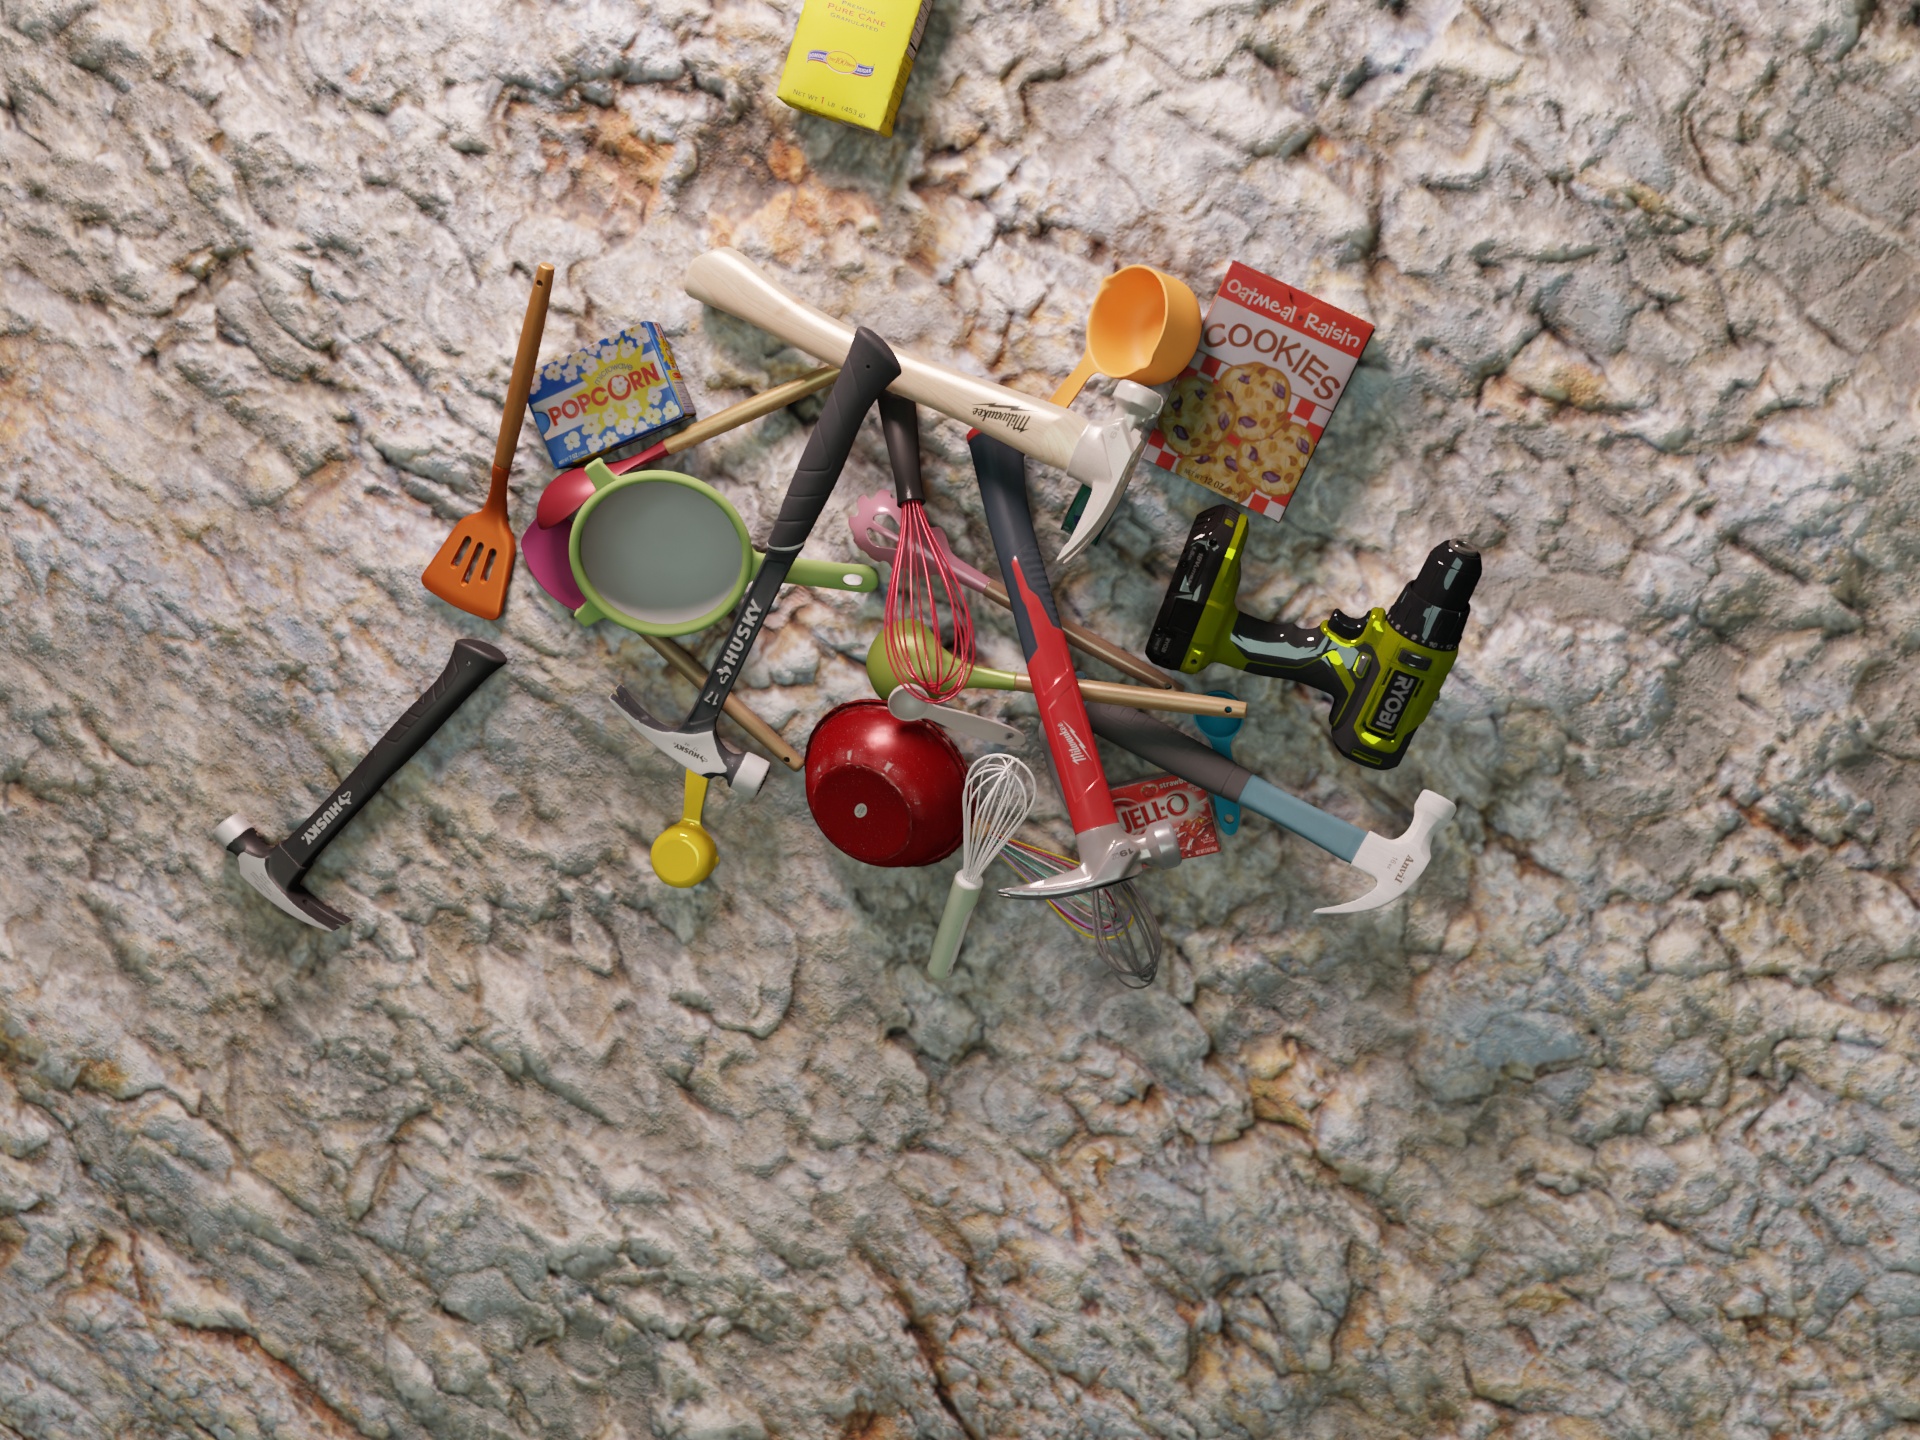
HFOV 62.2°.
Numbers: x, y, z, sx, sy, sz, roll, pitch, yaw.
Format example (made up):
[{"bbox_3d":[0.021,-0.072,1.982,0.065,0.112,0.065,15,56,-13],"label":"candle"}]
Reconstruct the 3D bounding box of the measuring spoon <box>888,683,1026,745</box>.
[{"bbox_3d":[-0.002,-0.004,1.305,0.124,0.018,0.034,19,124,-20],"label":"measuring spoon"}]

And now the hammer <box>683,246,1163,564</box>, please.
[{"bbox_3d":[-0.051,-0.269,1.265,0.411,0.038,0.146,27,96,17],"label":"hammer"}]

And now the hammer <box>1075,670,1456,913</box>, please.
[{"bbox_3d":[0.218,0.048,1.286,0.331,0.033,0.128,28,89,16],"label":"hammer"}]

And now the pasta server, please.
[{"bbox_3d":[0.046,-0.100,1.328,0.316,0.040,0.060,29,103,0],"label":"pasta server"}]

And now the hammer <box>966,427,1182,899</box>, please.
[{"bbox_3d":[0.052,-0.053,1.256,0.143,0.038,0.386,-15,76,0],"label":"hammer"}]

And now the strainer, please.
[{"bbox_3d":[-0.197,-0.145,1.347,0.256,0.069,0.151,6,121,-10],"label":"strainer"}]

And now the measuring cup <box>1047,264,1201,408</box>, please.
[{"bbox_3d":[0.124,-0.282,1.269,0.173,0.052,0.095,-47,52,39],"label":"measuring cup"}]

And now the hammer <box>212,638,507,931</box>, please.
[{"bbox_3d":[-0.530,0.050,1.449,0.334,0.035,0.146,-43,90,14],"label":"hammer"}]

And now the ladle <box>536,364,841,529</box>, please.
[{"bbox_3d":[-0.223,-0.240,1.339,0.315,0.069,0.031,-23,125,7],"label":"ladle"}]

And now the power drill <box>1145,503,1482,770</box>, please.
[{"bbox_3d":[0.277,-0.082,1.246,0.228,0.080,0.190,21,120,5],"label":"power drill"}]

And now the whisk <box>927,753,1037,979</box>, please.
[{"bbox_3d":[0.010,0.127,1.331,0.059,0.058,0.246,22,124,7],"label":"whisk"}]

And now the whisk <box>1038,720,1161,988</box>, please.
[{"bbox_3d":[0.110,0.106,1.312,0.055,0.055,0.239,-24,74,13],"label":"whisk"}]

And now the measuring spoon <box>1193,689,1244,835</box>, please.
[{"bbox_3d":[0.221,0.034,1.328,0.042,0.021,0.128,-1,109,22],"label":"measuring spoon"}]

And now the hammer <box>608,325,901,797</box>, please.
[{"bbox_3d":[-0.154,-0.130,1.291,0.149,0.036,0.408,26,113,-6],"label":"hammer"}]

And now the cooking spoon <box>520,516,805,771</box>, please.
[{"bbox_3d":[-0.258,-0.064,1.389,0.319,0.017,0.068,42,109,1],"label":"cooking spoon"}]

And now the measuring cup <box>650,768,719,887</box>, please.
[{"bbox_3d":[-0.240,0.074,1.404,0.062,0.029,0.156,12,103,8],"label":"measuring cup"}]

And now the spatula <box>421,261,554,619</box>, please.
[{"bbox_3d":[-0.387,-0.234,1.345,0.081,0.041,0.322,27,122,4],"label":"spatula"}]

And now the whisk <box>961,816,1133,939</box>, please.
[{"bbox_3d":[0.039,0.113,1.358,0.245,0.051,0.047,31,109,6],"label":"whisk"}]

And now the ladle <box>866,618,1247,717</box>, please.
[{"bbox_3d":[0.074,-0.030,1.301,0.320,0.062,0.078,7,101,14],"label":"ladle"}]

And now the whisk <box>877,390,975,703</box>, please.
[{"bbox_3d":[-0.038,-0.157,1.281,0.073,0.073,0.296,-11,77,11],"label":"whisk"}]
